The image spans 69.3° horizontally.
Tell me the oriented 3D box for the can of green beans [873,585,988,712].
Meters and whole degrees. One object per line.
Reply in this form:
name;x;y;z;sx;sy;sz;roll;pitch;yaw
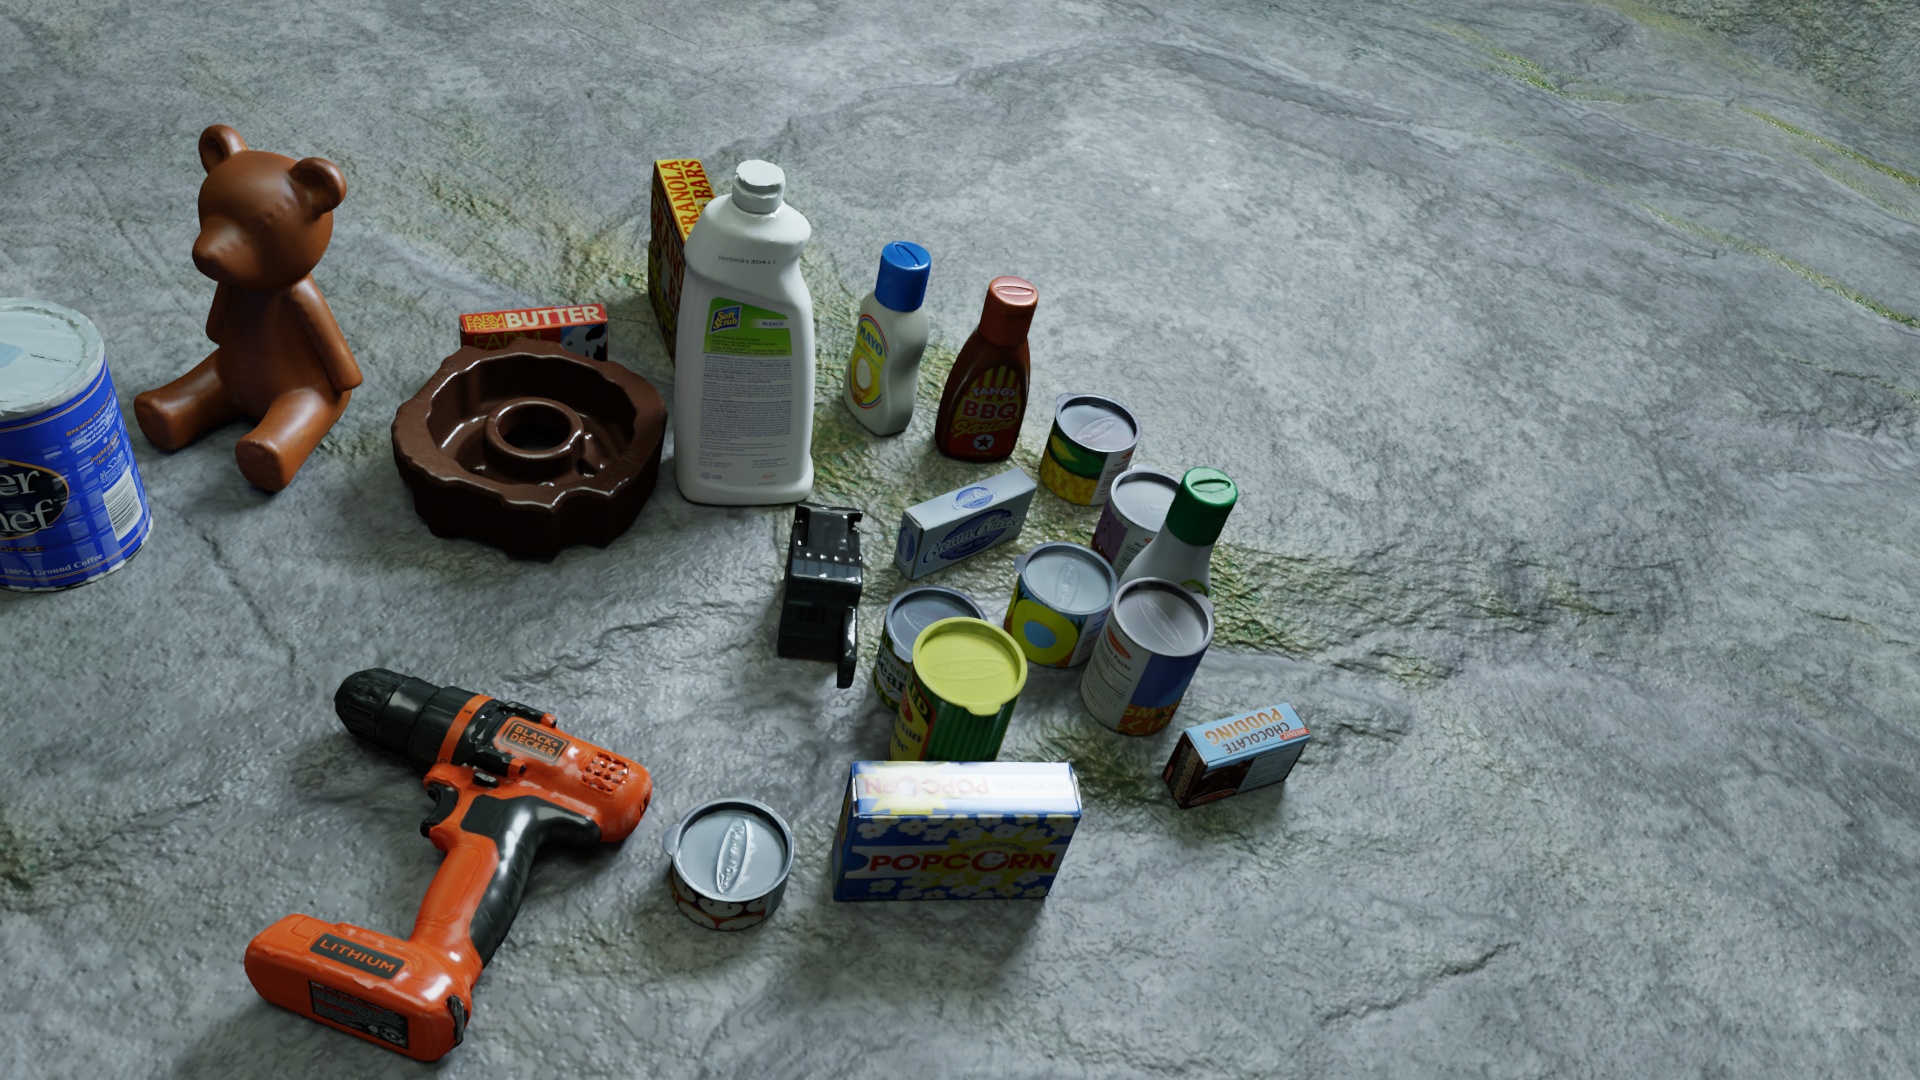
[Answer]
can of green beans;-0.019;0.072;0.880;0.071;0.057;0.071;8;44;-8

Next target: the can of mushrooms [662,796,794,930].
can of mushrooms;-0.128;0.176;0.761;0.071;0.033;0.071;8;44;-8

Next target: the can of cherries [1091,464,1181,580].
can of cherries;0.133;-0.011;1.005;0.071;0.058;0.072;8;44;-8

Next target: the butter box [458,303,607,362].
butter box;-0.312;-0.143;1.020;0.104;0.052;0.024;-9;49;-23

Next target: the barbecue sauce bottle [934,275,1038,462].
barbecue sauce bottle;0.024;-0.125;1.026;0.065;0.147;0.044;1;45;-14

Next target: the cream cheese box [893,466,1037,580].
cream cheese box;0.003;-0.012;0.974;0.104;0.053;0.024;-22;55;-32

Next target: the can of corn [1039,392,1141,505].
can of corn;0.096;-0.070;1.055;0.071;0.058;0.071;8;44;-8

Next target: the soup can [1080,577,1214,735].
soup can;0.122;0.075;0.897;0.071;0.083;0.072;8;44;-8

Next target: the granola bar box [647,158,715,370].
granola bar box;-0.200;-0.190;1.047;0.039;0.123;0.166;-7;48;-22

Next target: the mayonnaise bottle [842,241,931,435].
mayonnaise bottle;-0.052;-0.151;1.031;0.041;0.147;0.065;-20;54;-31

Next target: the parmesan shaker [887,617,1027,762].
parmesan shaker;-0.004;0.105;0.818;0.071;0.102;0.072;8;44;-8

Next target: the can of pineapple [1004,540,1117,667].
can of pineapple;0.065;0.042;0.933;0.071;0.057;0.071;8;44;-8

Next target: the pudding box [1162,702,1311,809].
pudding box;0.174;0.135;0.875;0.084;0.049;0.030;-11;49;-25

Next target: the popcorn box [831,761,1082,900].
popcorn box;-0.004;0.162;0.773;0.127;0.084;0.038;2;45;-13

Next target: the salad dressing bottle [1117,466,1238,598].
salad dressing bottle;0.142;0.016;0.916;0.064;0.146;0.044;-6;48;-21
